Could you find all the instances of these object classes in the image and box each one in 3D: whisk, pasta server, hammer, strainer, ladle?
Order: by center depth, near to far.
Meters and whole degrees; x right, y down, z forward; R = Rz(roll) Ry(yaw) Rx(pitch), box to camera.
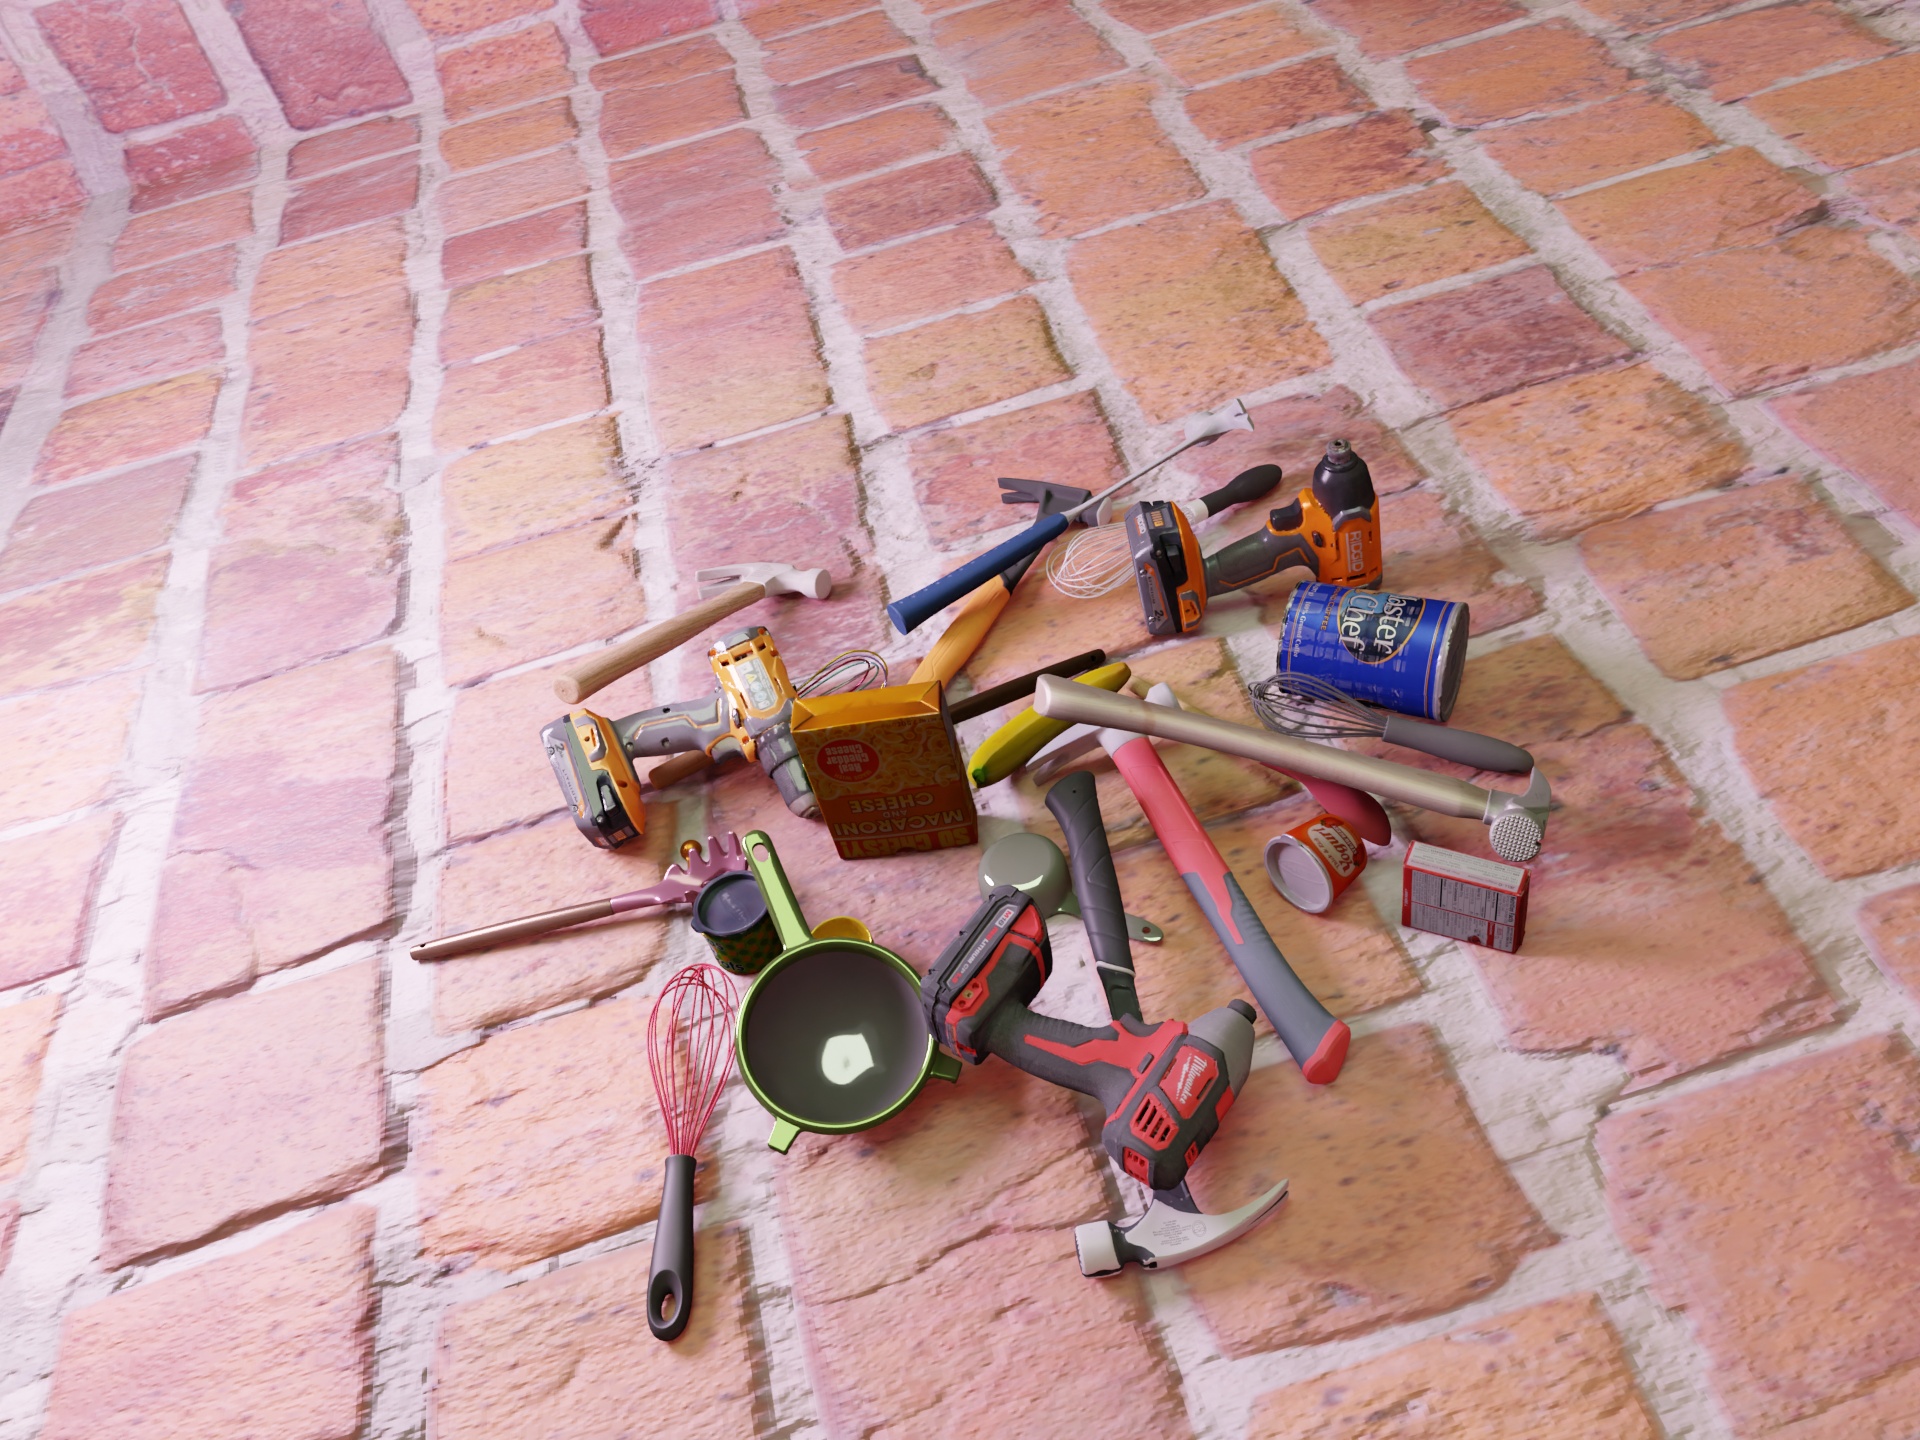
[{"bbox_3d":[-0.205,0.308,1.179,0.073,0.073,0.296,-8,51,7],"label":"whisk"},{"bbox_3d":[0.125,0.202,1.182,0.149,0.036,0.409,-11,50,1],"label":"hammer"},{"bbox_3d":[-0.113,0.202,1.218,0.151,0.069,0.257,-20,61,-14],"label":"strainer"},{"bbox_3d":[0.182,0.130,1.257,0.143,0.038,0.387,-29,47,2],"label":"hammer"},{"bbox_3d":[0.258,0.022,1.272,0.411,0.038,0.146,15,19,19],"label":"hammer"},{"bbox_3d":[0.354,0.005,1.314,0.239,0.055,0.055,15,50,9],"label":"whisk"},{"bbox_3d":[0.241,0.022,1.357,0.069,0.031,0.316,9,17,-45],"label":"ladle"},{"bbox_3d":[-0.326,0.159,1.362,0.316,0.040,0.060,-14,36,6],"label":"pasta server"},{"bbox_3d":[-0.180,-0.001,1.489,0.245,0.047,0.051,-27,46,-8],"label":"whisk"},{"bbox_3d":[-0.269,-0.090,1.531,0.130,0.031,0.331,9,27,29],"label":"hammer"},{"bbox_3d":[0.109,-0.200,1.534,0.405,0.035,0.144,-32,8,-12],"label":"hammer"},{"bbox_3d":[0.023,-0.122,1.561,0.127,0.034,0.337,15,52,26],"label":"hammer"},{"bbox_3d":[0.206,-0.194,1.572,0.284,0.070,0.070,-28,45,-20],"label":"whisk"}]

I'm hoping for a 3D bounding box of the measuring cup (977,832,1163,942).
[{"bbox_3d":[0.088,0.138,1.279,0.168,0.038,0.083,18,53,32],"label":"measuring cup"}]

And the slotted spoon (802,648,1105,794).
[{"bbox_3d":[-0.002,-0.005,1.432,0.313,0.070,0.031,-23,5,-20],"label":"slotted spoon"}]

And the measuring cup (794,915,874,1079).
[{"bbox_3d":[-0.112,0.230,1.259,0.062,0.029,0.157,11,61,22],"label":"measuring cup"}]

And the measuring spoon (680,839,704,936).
[{"bbox_3d":[-0.226,0.144,1.376,0.021,0.011,0.117,-19,44,-5],"label":"measuring spoon"}]

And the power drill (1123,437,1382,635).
[{"bbox_3d":[0.269,-0.170,1.453,0.226,0.164,0.084,-12,44,5],"label":"power drill"}]

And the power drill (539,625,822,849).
[{"bbox_3d":[-0.238,0.037,1.422,0.226,0.084,0.185,-25,72,-7],"label":"power drill"}]

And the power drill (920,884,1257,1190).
[{"bbox_3d":[0.093,0.213,1.109,0.220,0.078,0.143,28,61,27],"label":"power drill"}]
